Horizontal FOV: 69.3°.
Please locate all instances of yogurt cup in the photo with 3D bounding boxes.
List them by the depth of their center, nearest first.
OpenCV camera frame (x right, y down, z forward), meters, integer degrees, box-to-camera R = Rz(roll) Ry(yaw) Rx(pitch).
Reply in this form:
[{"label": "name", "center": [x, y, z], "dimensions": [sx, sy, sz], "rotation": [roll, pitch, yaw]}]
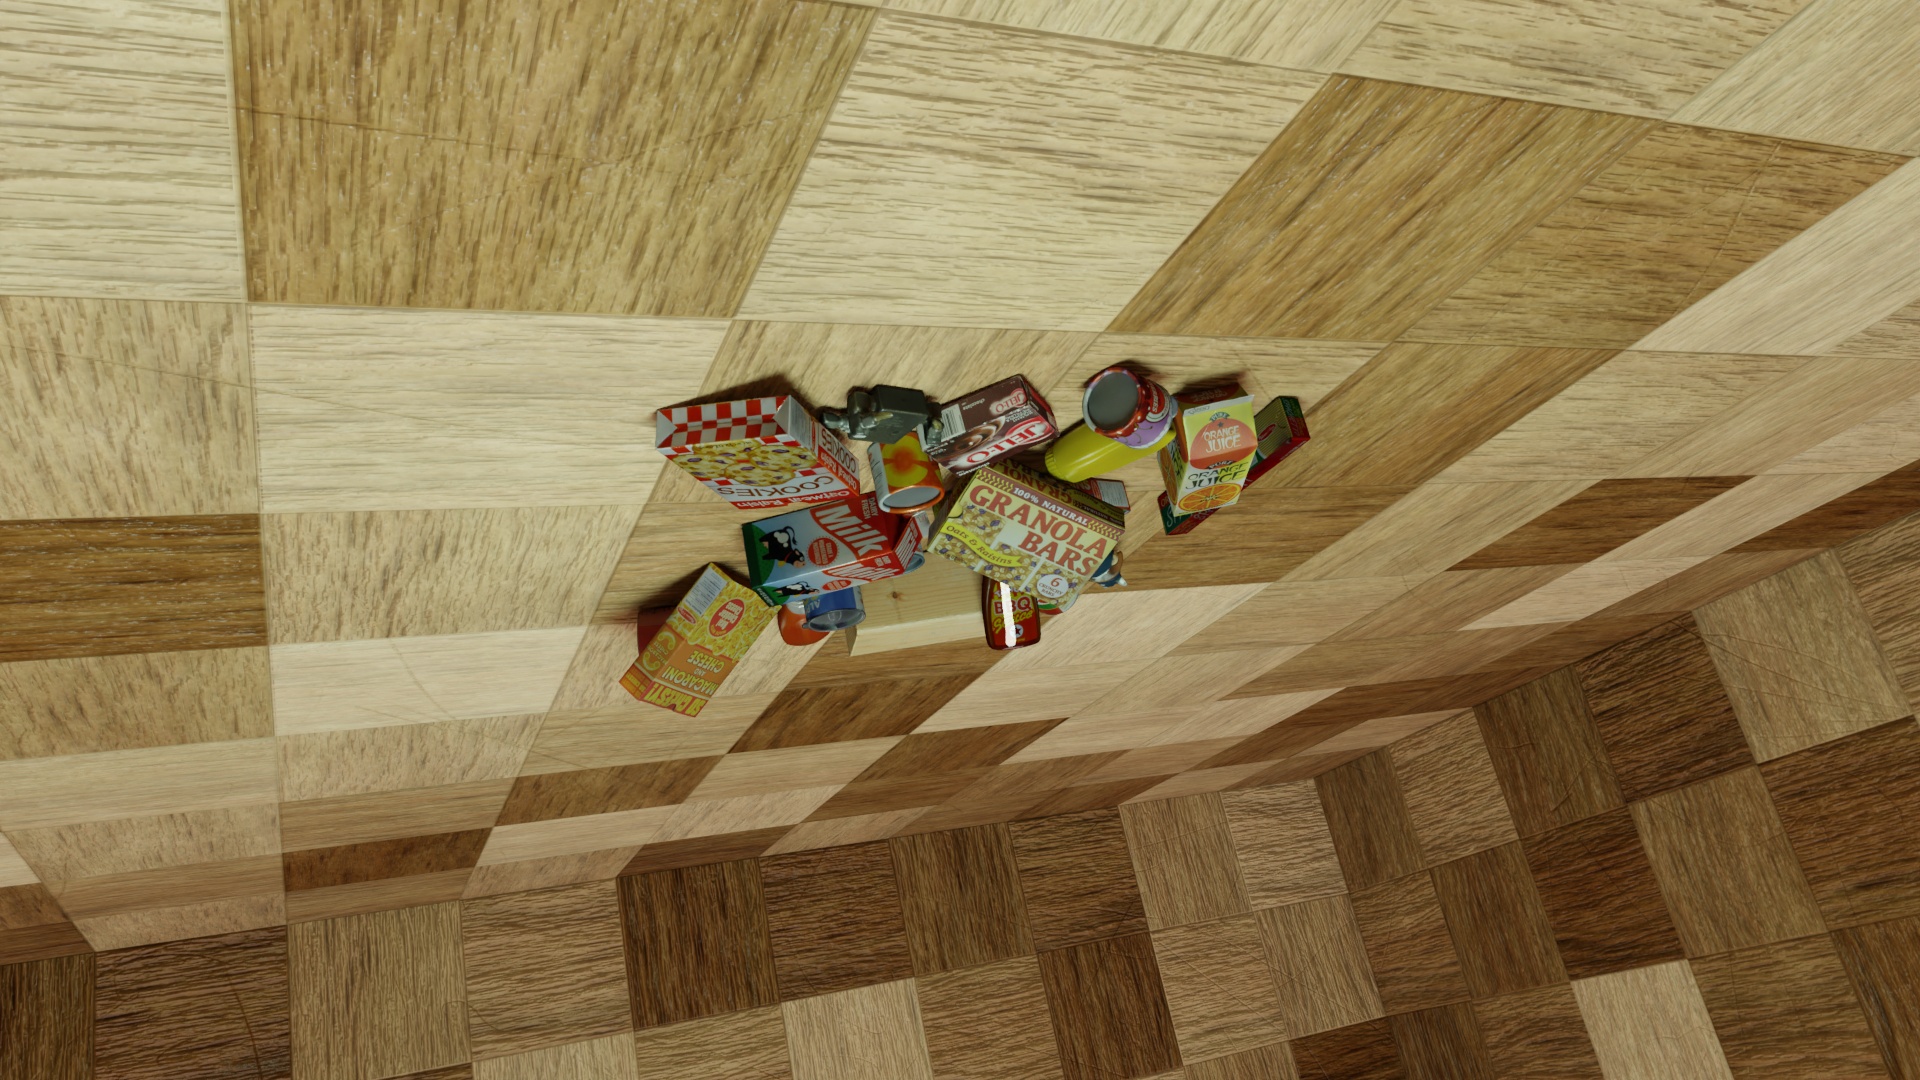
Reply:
[{"label": "yogurt cup", "center": [-0.344, 0.108, 1.606], "dimensions": [0.054, 0.072, 0.072], "rotation": [-1, 158, -7]}]

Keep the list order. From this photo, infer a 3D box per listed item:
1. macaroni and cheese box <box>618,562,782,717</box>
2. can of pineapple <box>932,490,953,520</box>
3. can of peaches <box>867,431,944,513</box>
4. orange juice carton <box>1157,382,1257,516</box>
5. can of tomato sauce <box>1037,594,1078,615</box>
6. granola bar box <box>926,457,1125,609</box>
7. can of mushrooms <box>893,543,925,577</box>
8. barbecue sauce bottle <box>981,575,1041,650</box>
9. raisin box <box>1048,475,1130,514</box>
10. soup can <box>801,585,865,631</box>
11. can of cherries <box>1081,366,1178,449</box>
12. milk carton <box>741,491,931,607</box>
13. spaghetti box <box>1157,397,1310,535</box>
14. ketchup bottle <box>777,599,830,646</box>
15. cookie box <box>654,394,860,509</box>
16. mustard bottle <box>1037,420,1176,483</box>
[{"label": "macaroni and cheese box", "center": [-0.289, 0.115, 1.559], "dimensions": [0.166, 0.040, 0.123], "rotation": [-53, 154, -1]}, {"label": "can of pineapple", "center": [0.005, -0.019, 1.490], "dimensions": [0.071, 0.058, 0.070], "rotation": [-11, 159, -4]}, {"label": "can of peaches", "center": [-0.050, -0.065, 1.336], "dimensions": [0.071, 0.058, 0.071], "rotation": [-11, 159, -4]}, {"label": "orange juice carton", "center": [0.251, -0.098, 1.409], "dimensions": [0.072, 0.073, 0.192], "rotation": [-12, 159, -2]}, {"label": "can of tomato sauce", "center": [0.104, 0.050, 1.719], "dimensions": [0.071, 0.071, 0.083], "rotation": [-18, 158, 12]}, {"label": "granola bar box", "center": [0.066, -0.010, 1.413], "dimensions": [0.165, 0.039, 0.123], "rotation": [23, 126, -14]}, {"label": "can of mushrooms", "center": [-0.078, 0.015, 1.564], "dimensions": [0.071, 0.033, 0.070], "rotation": [-12, 160, -4]}, {"label": "barbecue sauce bottle", "center": [0.053, 0.048, 1.577], "dimensions": [0.065, 0.148, 0.044], "rotation": [-9, -165, -7]}, {"label": "raisin box", "center": [0.114, -0.036, 1.538], "dimensions": [0.123, 0.040, 0.085], "rotation": [2, 156, -38]}, {"label": "soup can", "center": [-0.148, 0.052, 1.544], "dimensions": [0.071, 0.084, 0.071], "rotation": [-11, 159, -4]}, {"label": "can of cherries", "center": [0.158, -0.125, 1.294], "dimensions": [0.071, 0.072, 0.058], "rotation": [-26, 154, 32]}, {"label": "milk carton", "center": [-0.124, 0.005, 1.452], "dimensions": [0.191, 0.073, 0.072], "rotation": [-14, 159, 2]}, {"label": "spaghetti box", "center": [0.294, -0.077, 1.523], "dimensions": [0.029, 0.050, 0.249], "rotation": [-1, 157, -26]}, {"label": "ketchup bottle", "center": [-0.189, 0.083, 1.660], "dimensions": [0.065, 0.043, 0.148], "rotation": [-15, 160, -9]}, {"label": "cookie box", "center": [-0.175, -0.074, 1.230], "dimensions": [0.123, 0.040, 0.167], "rotation": [-5, 162, 15]}, {"label": "mustard bottle", "center": [0.134, -0.093, 1.387], "dimensions": [0.160, 0.049, 0.065], "rotation": [-24, 156, 31]}]
